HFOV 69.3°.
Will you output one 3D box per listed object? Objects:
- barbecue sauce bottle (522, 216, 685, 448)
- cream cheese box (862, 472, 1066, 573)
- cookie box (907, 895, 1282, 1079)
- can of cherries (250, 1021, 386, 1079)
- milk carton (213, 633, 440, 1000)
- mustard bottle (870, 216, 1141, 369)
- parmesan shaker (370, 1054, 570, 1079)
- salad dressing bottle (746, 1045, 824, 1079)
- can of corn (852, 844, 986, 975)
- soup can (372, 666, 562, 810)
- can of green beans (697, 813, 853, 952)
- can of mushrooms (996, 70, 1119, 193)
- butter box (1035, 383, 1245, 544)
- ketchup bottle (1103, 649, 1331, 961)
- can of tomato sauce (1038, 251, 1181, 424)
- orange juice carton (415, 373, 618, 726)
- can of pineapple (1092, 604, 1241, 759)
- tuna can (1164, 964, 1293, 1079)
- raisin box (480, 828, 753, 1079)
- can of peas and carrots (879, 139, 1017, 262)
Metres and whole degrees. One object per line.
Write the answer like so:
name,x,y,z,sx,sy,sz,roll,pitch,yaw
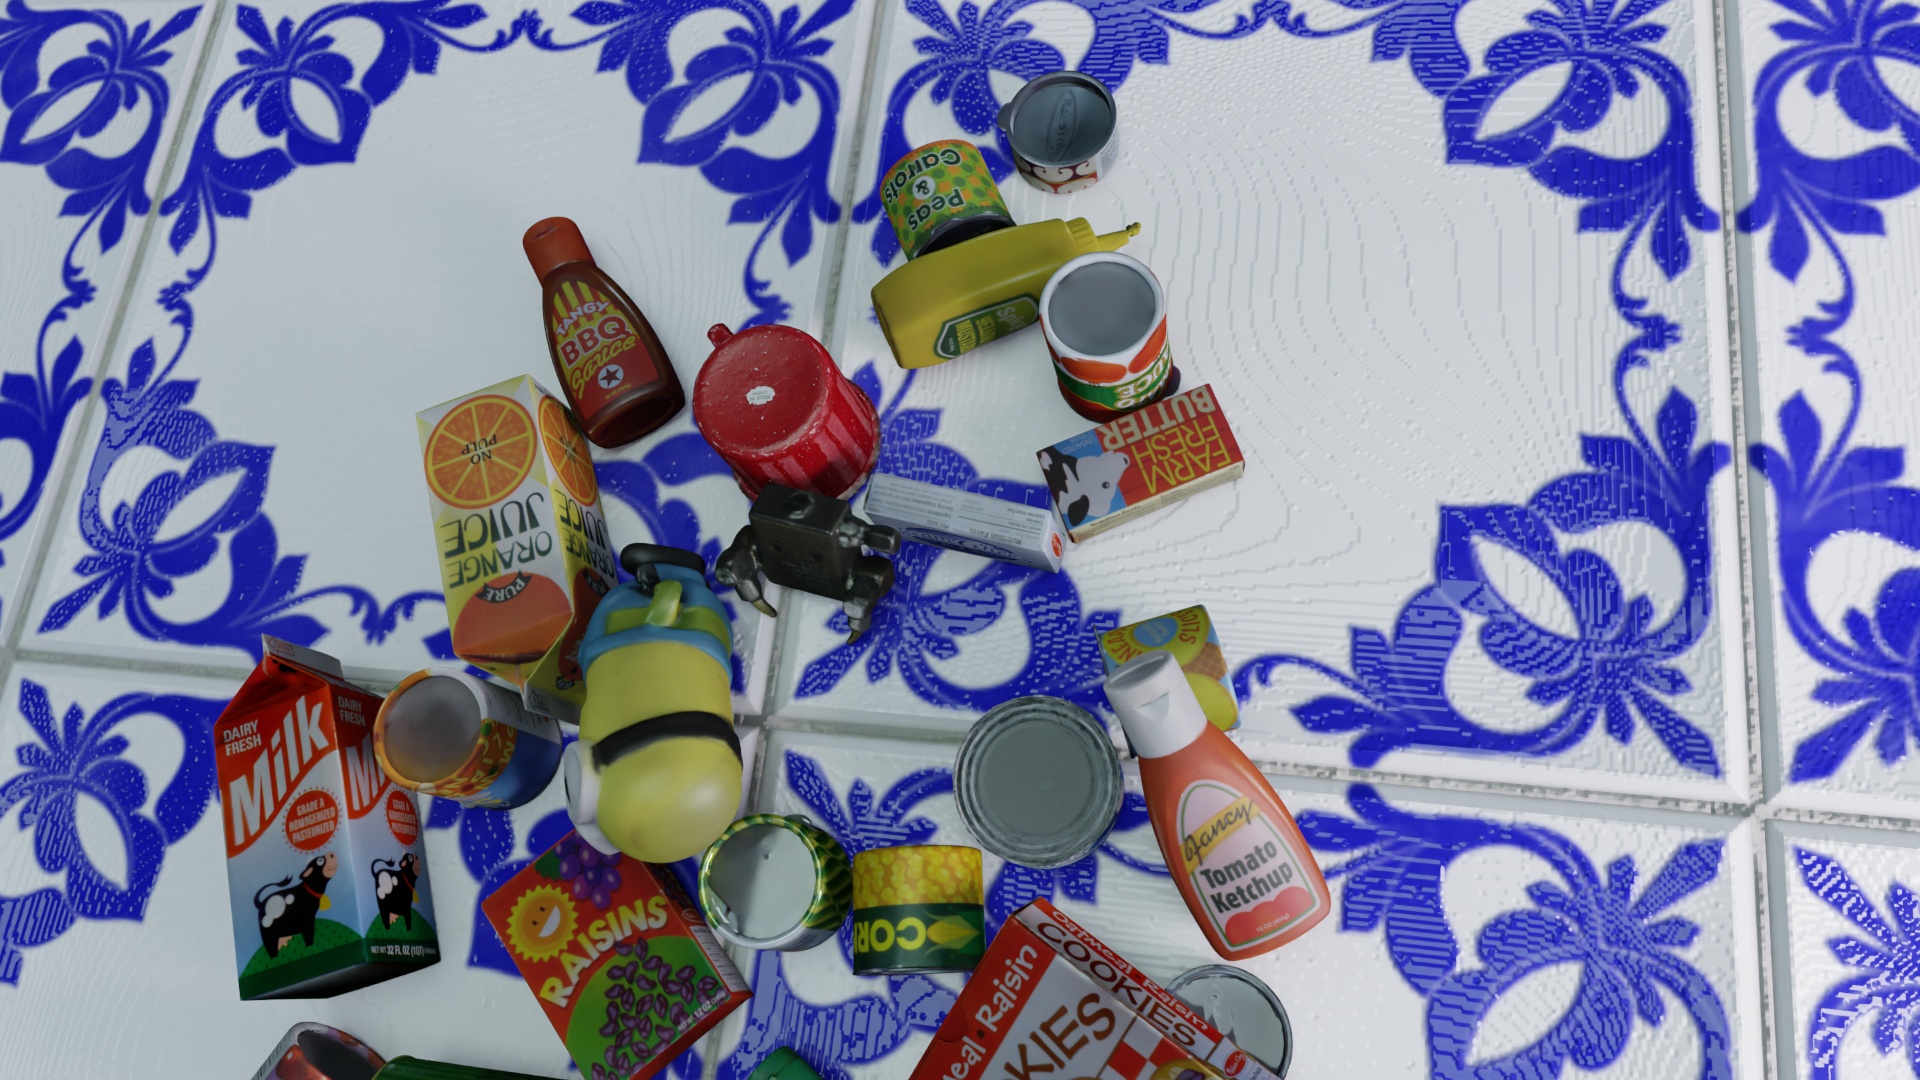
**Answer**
barbecue sauce bottle,-0.223,-0.130,0.842,0.065,0.043,0.149,-29,69,0
cream cheese box,0.003,-0.009,0.753,0.104,0.053,0.024,12,77,15
cookie box,0.065,0.264,0.632,0.168,0.040,0.122,34,103,21
can of cherries,-0.332,0.293,0.713,0.071,0.071,0.058,32,80,19
milk carton,-0.349,0.146,0.760,0.073,0.072,0.191,-19,69,5
mustard bottle,0.030,-0.148,0.789,0.160,0.065,0.049,-22,72,-1
parmesan shaker,-0.240,0.301,0.693,0.103,0.071,0.071,3,73,11
salad dressing bottle,-0.043,0.305,0.664,0.148,0.044,0.064,36,76,20
can of corn,-0.022,0.183,0.685,0.071,0.071,0.058,-6,71,9
soup can,-0.266,0.110,0.750,0.071,0.083,0.071,-3,72,10
can of green beans,-0.093,0.175,0.708,0.071,0.057,0.071,-3,72,10
can of mushrooms,0.059,-0.244,0.830,0.071,0.033,0.071,-3,72,10
butter box,0.099,-0.042,0.761,0.103,0.024,0.053,-22,70,4
ketchup bottle,0.116,0.123,0.656,0.065,0.043,0.148,-28,101,5
can of tomato sauce,0.082,-0.108,0.754,0.071,0.083,0.071,-3,72,10
orange juice carton,-0.244,0.011,0.784,0.073,0.071,0.193,-19,69,5
can of pineapple,0.104,0.069,0.699,0.058,0.071,0.071,-17,70,5
tuna can,0.121,0.236,0.660,0.071,0.032,0.071,-3,72,10
raisin box,-0.179,0.212,0.723,0.086,0.040,0.123,-39,70,-3
can of peas and carrots,-0.008,-0.190,0.805,0.071,0.071,0.059,-24,69,3
